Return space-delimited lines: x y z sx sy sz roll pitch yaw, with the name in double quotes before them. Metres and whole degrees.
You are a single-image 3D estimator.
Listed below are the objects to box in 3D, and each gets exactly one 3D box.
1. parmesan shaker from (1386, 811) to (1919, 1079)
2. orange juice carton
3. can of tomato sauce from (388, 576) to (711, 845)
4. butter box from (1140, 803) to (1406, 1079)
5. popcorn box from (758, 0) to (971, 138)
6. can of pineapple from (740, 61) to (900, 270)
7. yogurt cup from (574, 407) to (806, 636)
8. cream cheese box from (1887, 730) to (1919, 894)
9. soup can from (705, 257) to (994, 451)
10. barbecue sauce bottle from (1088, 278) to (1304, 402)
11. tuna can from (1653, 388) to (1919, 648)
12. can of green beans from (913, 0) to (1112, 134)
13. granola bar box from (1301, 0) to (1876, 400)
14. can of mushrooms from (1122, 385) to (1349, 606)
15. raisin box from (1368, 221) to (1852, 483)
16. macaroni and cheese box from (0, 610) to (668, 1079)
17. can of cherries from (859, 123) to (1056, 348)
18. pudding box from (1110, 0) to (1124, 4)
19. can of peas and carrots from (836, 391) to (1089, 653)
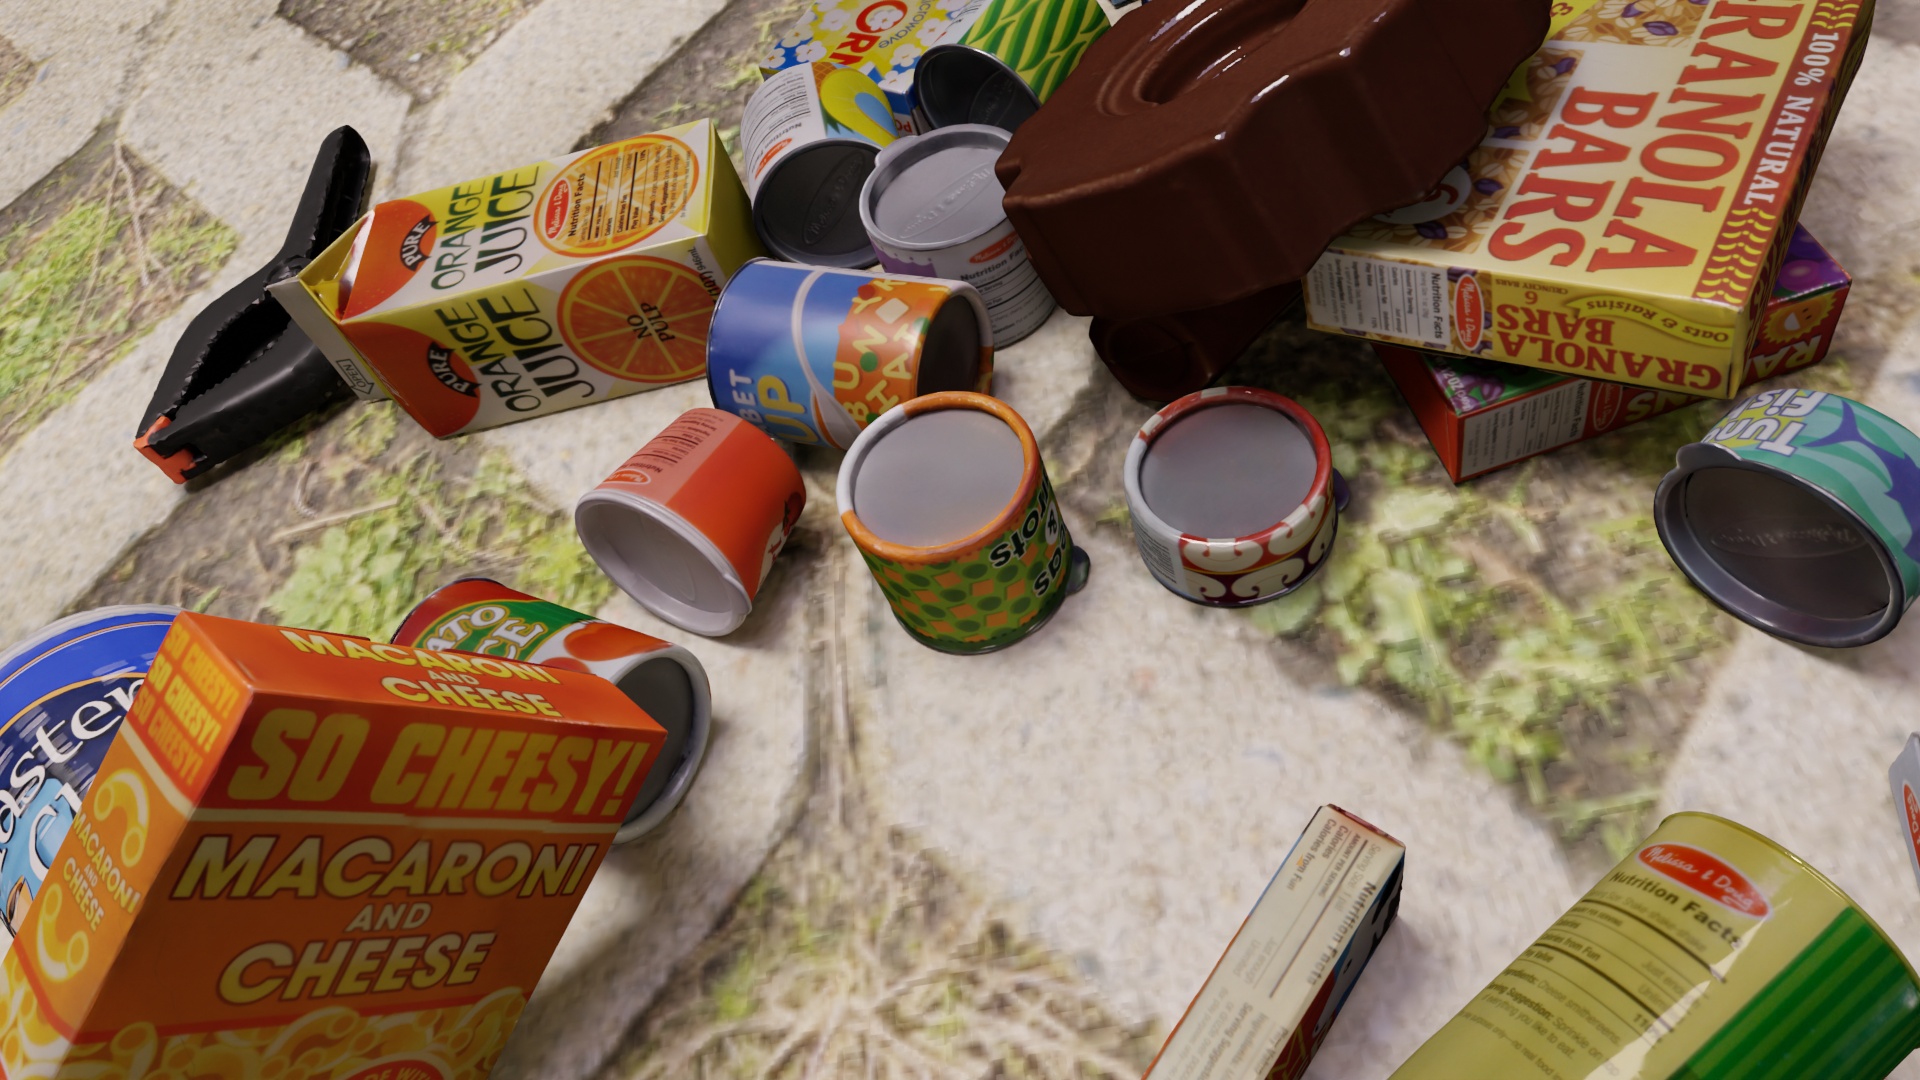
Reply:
"parmesan shaker" 0.148 0.118 0.310 0.103 0.071 0.071 -38 53 -10
"orange juice carton" -0.179 -0.101 0.569 0.193 0.071 0.073 -12 52 9
"can of tomato sauce" -0.133 0.053 0.443 0.083 0.071 0.071 15 61 26
"butter box" 0.073 0.119 0.340 0.024 0.053 0.104 28 68 29
"popcorn box" -0.021 -0.236 0.638 0.085 0.038 0.127 21 64 29
"can of pineapple" -0.054 -0.152 0.572 0.071 0.070 0.058 -18 51 5
"yogurt cup" -0.090 -0.009 0.479 0.072 0.072 0.054 15 53 27
"cream cheese box" 0.283 0.072 0.324 0.104 0.024 0.053 -2 55 16
"soup can" -0.039 -0.062 0.500 0.084 0.071 0.071 11 59 24
"barbecue sauce bottle" 0.114 -0.110 0.493 0.149 0.043 0.065 -42 14 -19
"tuna can" 0.225 -0.008 0.373 0.033 0.070 0.071 -42 54 -15
"can of green beans" 0.023 -0.195 0.576 0.071 0.071 0.058 21 64 30
"granola bar box" 0.196 -0.122 0.433 0.124 0.039 0.166 17 58 32
"can of mushrooms" 0.089 -0.016 0.445 0.071 0.033 0.071 -9 52 12
"raisin box" 0.202 -0.079 0.452 0.123 0.040 0.086 -18 51 3
"macaroni and cheese box" -0.162 0.105 0.342 0.040 0.123 0.166 32 96 33
"can of cherries" 0.001 -0.116 0.531 0.071 0.058 0.072 -9 54 13
"pudding box" 0.097 -0.285 0.629 0.084 0.049 0.030 -23 50 0
"can of peas and carrots" 0.002 -0.006 0.450 0.071 0.058 0.071 -9 54 12
